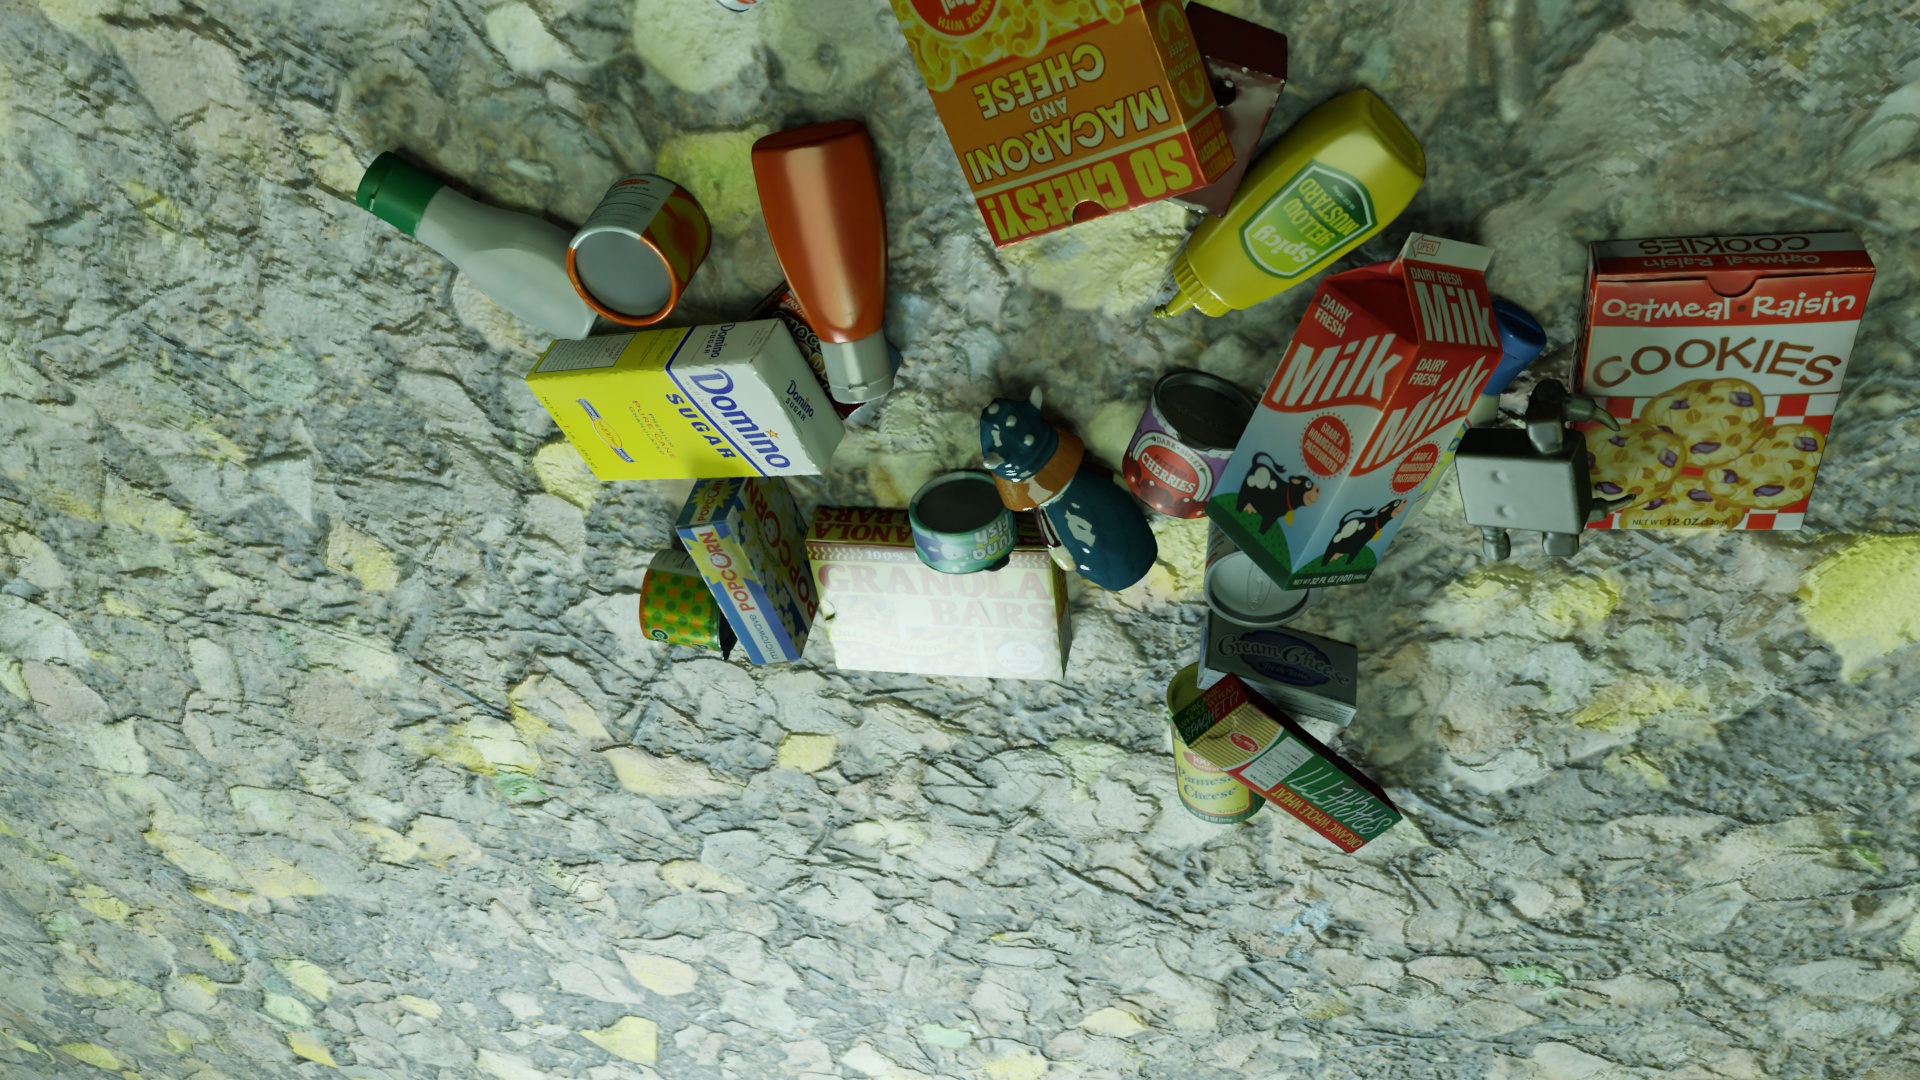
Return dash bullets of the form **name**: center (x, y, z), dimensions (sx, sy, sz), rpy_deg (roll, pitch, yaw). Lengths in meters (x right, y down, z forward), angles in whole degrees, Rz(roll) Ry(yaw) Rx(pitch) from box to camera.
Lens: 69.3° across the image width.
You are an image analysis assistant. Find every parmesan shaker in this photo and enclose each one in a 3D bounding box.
- **parmesan shaker**: center (0.183, 0.142, 0.965), dimensions (0.071, 0.072, 0.102), rpy_deg (0, 132, 15)

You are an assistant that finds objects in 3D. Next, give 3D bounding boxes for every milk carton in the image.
- **milk carton**: center (0.211, -0.071, 0.727), dimensions (0.072, 0.074, 0.189), rpy_deg (-1, 127, -37)

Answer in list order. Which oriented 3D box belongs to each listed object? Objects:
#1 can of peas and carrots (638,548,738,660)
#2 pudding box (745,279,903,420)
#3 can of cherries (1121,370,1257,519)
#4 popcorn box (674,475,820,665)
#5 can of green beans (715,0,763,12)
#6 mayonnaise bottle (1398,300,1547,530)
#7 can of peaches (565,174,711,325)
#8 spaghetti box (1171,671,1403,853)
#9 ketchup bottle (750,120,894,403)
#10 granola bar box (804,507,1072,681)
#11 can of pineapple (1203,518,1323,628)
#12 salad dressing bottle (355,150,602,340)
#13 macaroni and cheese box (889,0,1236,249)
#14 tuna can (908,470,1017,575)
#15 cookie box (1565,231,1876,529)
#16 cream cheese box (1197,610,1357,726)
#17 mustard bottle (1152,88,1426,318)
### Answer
- **can of peas and carrots**: center (-0.185, 0.044, 0.968), dimensions (0.059, 0.071, 0.070), rpy_deg (9, 133, 7)
- **pudding box**: center (-0.081, -0.116, 0.822), dimensions (0.083, 0.030, 0.049), rpy_deg (41, 128, -22)
- **can of cherries**: center (0.131, -0.053, 0.797), dimensions (0.071, 0.072, 0.058), rpy_deg (19, 134, -3)
- **popcorn box**: center (-0.133, 0.009, 0.911), dimensions (0.038, 0.085, 0.126), rpy_deg (-7, 129, 19)
- **can of green beans**: center (-0.092, -0.288, 0.642), dimensions (0.057, 0.071, 0.071), rpy_deg (-15, 126, 25)
- **mayonnaise bottle**: center (0.261, -0.068, 0.771), dimensions (0.065, 0.041, 0.147), rpy_deg (24, 133, -10)
- **can of peaches**: center (-0.181, -0.162, 0.786), dimensions (0.071, 0.058, 0.070), rpy_deg (7, 132, 8)
- **spaghetti box**: center (0.225, 0.155, 0.931), dimensions (0.050, 0.029, 0.249), rpy_deg (-40, 135, 15)
- **ketchup bottle**: center (-0.068, -0.149, 0.757), dimensions (0.065, 0.044, 0.148), rpy_deg (-8, 117, 5)
- **granola bar box**: center (-0.013, 0.037, 0.939), dimensions (0.165, 0.039, 0.123), rpy_deg (2, 132, 12)
- **can of pineapple**: center (0.185, 0.011, 0.852), dimensions (0.071, 0.058, 0.070), rpy_deg (7, 133, 8)
- **salad dressing bottle**: center (-0.275, -0.173, 0.811), dimensions (0.147, 0.044, 0.064), rpy_deg (30, 137, -12)
- **macaroni and cheese box**: center (0.039, -0.228, 0.637), dimensions (0.123, 0.040, 0.166), rpy_deg (-8, 116, 40)
- **tuna can**: center (0.003, -0.011, 0.869), dimensions (0.071, 0.071, 0.032), rpy_deg (2, 132, 13)
- **cookie box**: center (0.388, -0.078, 0.730), dimensions (0.123, 0.040, 0.166), rpy_deg (0, 132, 15)
- **cream cheese box**: center (0.209, 0.084, 0.915), dimensions (0.104, 0.054, 0.024), rpy_deg (15, 135, 1)
- **mustard bottle**: center (0.158, -0.157, 0.710), dimensions (0.065, 0.049, 0.159), rpy_deg (38, 130, -18)
